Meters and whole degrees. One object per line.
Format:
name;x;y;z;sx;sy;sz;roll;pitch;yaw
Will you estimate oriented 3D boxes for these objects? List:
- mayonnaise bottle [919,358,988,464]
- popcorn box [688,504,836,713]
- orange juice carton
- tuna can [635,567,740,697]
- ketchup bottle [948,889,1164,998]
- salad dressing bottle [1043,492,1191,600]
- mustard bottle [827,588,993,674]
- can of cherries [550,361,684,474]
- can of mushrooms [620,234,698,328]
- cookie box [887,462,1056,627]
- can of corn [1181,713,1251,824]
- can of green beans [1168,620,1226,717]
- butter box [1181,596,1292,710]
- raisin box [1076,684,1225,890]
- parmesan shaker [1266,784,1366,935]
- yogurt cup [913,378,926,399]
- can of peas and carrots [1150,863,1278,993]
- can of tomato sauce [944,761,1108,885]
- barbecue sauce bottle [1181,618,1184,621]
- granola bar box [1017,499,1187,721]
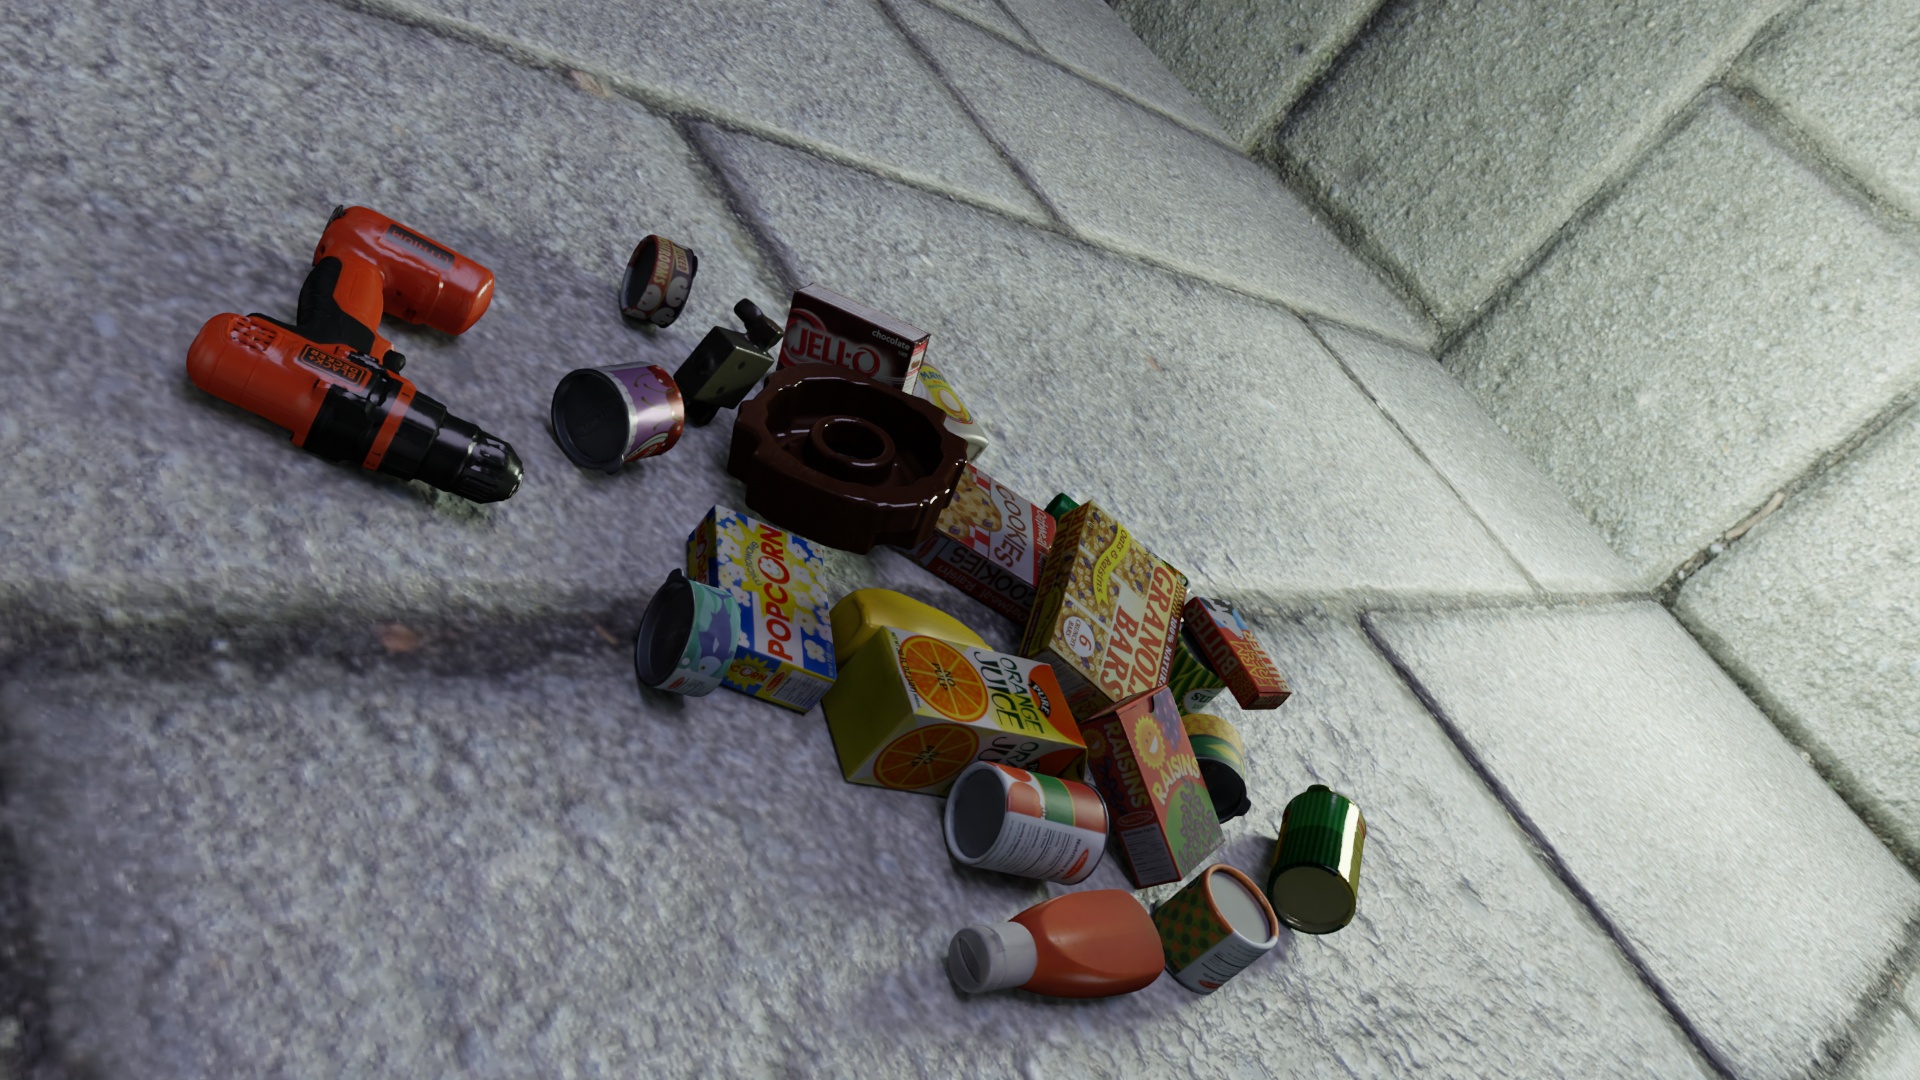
mayonnaise bottle;-0.034;-0.132;1.247;0.065;0.041;0.148;3;47;-47
popcorn box;-0.129;0.043;0.891;0.085;0.038;0.127;24;33;-29
orange juice carton;0.012;0.122;0.917;0.193;0.072;0.072;17;36;-38
tuna can;-0.158;0.054;0.808;0.033;0.070;0.071;21;34;-36
ketchup bottle;0.058;0.244;0.833;0.149;0.043;0.065;10;41;-44
salad dressing bottle;0.139;0.014;1.254;0.147;0.043;0.064;36;28;-10
mustard bottle;-0.022;0.079;0.951;0.160;0.065;0.049;23;33;-42
can of cherries;-0.225;-0.081;0.920;0.071;0.071;0.058;47;28;11
can of mushrooms;-0.233;-0.201;1.069;0.033;0.070;0.071;18;36;-34
cookie box;0.004;-0.014;1.131;0.167;0.040;0.123;32;30;-18
can of corn;0.187;0.176;1.062;0.071;0.071;0.058;36;28;-11
can of green beans;0.189;0.110;1.167;0.071;0.057;0.071;30;30;-20
butter box;0.227;0.093;1.148;0.053;0.024;0.104;9;42;-46
raisin box;0.137;0.173;0.988;0.086;0.040;0.123;-14;83;-56
parmesan shaker;0.275;0.245;1.073;0.071;0.071;0.103;42;29;1
yogurt cup;-0.065;-0.119;1.177;0.072;0.053;0.073;31;30;-20
can of peas and carrots;0.170;0.258;0.936;0.071;0.058;0.071;31;30;-20
can of tomato sauce;0.040;0.178;0.882;0.083;0.071;0.071;20;35;-34
barbecue sauce bottle;0.156;0.066;1.204;0.148;0.043;0.065;24;36;-30
granola bar box;0.116;0.065;1.095;0.124;0.039;0.166;42;43;-21
